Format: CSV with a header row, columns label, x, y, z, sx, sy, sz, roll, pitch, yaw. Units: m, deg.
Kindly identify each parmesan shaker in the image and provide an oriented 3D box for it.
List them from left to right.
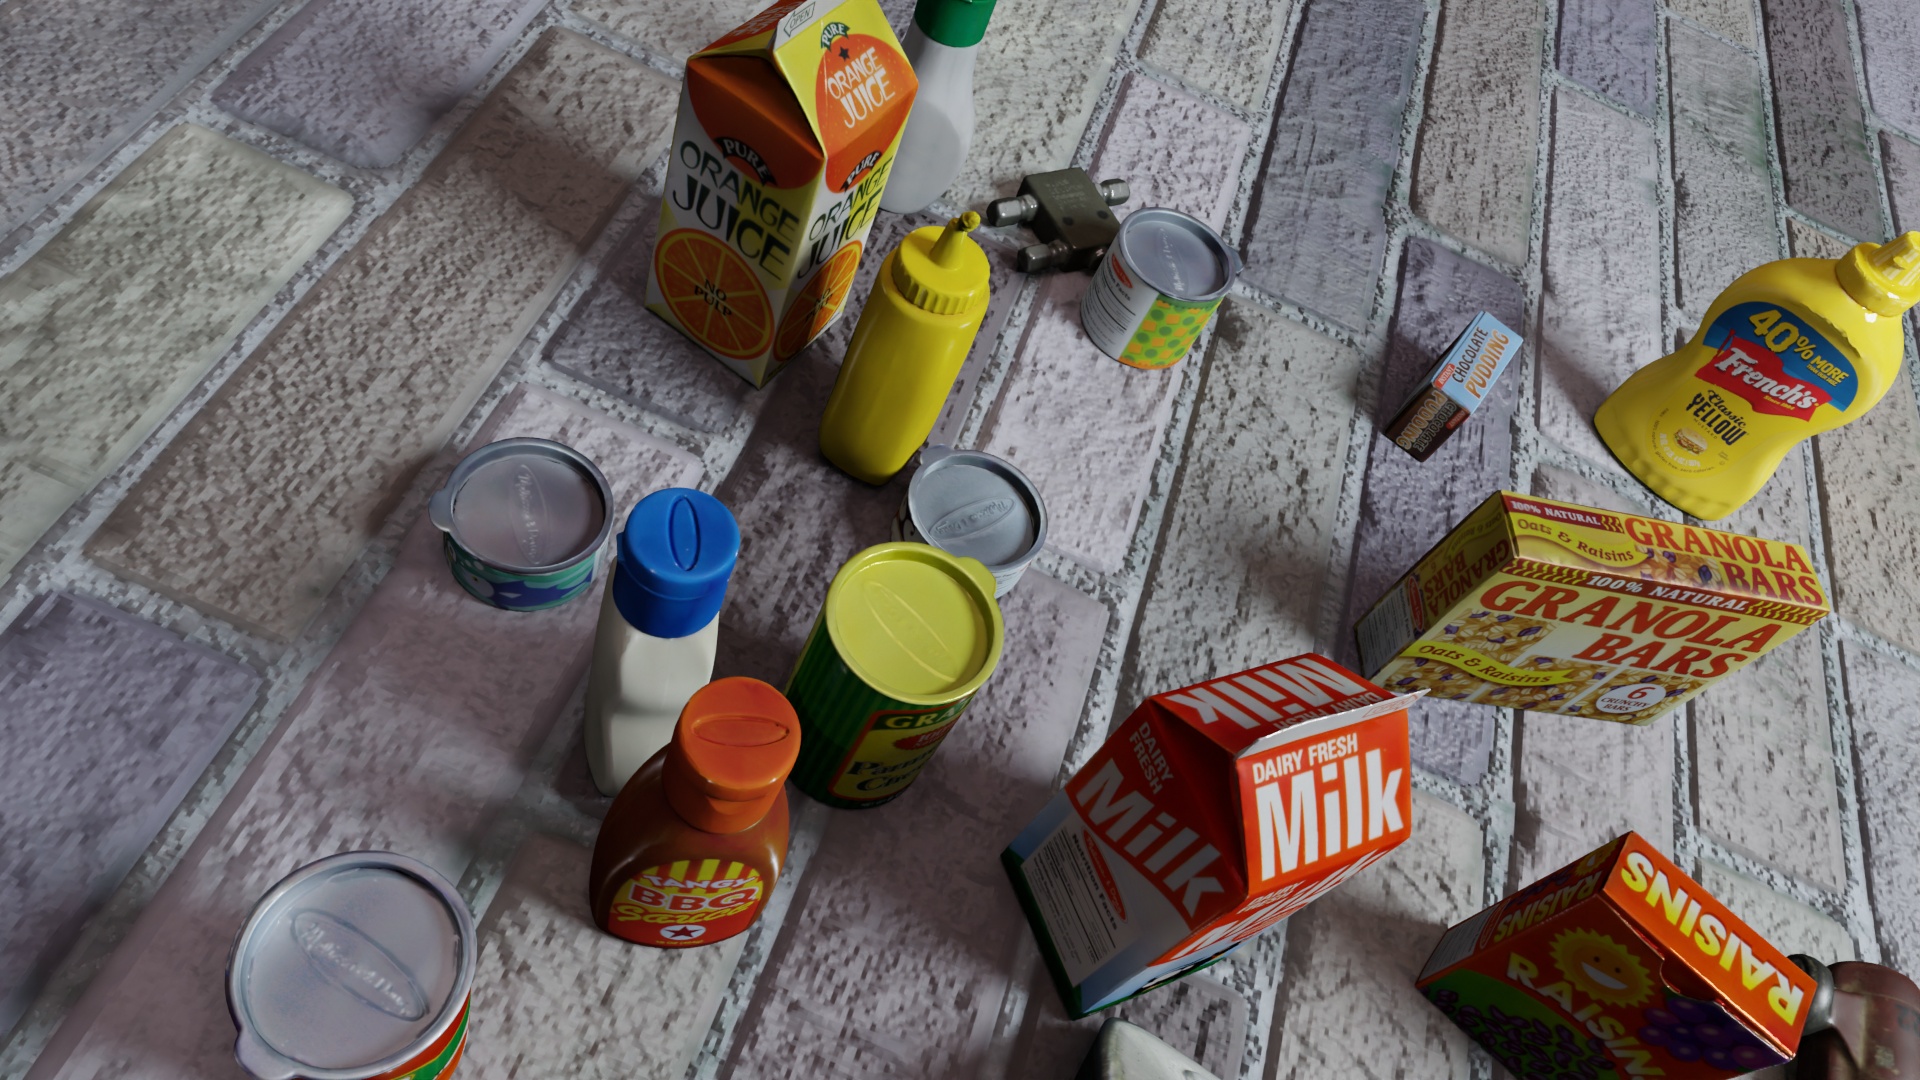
label,x,y,z,sx,sy,sz,roll,pitch,yaw
parmesan shaker,-0.029,0.054,0.537,0.071,0.102,0.071,10,55,-14

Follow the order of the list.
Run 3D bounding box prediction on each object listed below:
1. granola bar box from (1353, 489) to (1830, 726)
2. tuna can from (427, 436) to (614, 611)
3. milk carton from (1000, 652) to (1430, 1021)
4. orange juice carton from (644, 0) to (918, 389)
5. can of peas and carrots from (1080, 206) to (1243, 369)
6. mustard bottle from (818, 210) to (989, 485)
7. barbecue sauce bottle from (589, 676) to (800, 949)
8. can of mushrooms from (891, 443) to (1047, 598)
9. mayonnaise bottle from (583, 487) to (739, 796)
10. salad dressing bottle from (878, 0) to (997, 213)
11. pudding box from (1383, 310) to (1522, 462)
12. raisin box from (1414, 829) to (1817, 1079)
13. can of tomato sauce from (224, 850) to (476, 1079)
label,x,y,z,sx,sy,sz,roll,pitch,yaw
granola bar box,0.291,0.036,0.655,0.166,0.123,0.039,9,55,-15
tuna can,-0.179,-0.006,0.566,0.071,0.032,0.071,10,55,-14
milk carton,0.088,0.102,0.494,0.072,0.189,0.073,-12,63,-27
orange juice carton,-0.078,-0.163,0.609,0.073,0.191,0.072,36,53,5
can of peas and carrots,0.107,-0.134,0.742,0.071,0.058,0.071,10,55,-14
mustard bottle,-0.020,-0.089,0.601,0.049,0.159,0.066,28,53,-1
barbecue sauce bottle,-0.085,0.093,0.461,0.065,0.147,0.044,5,56,-17
can of mushrooms,0.002,-0.008,0.634,0.071,0.033,0.071,10,55,-14
mayonnaise bottle,-0.108,0.037,0.491,0.041,0.147,0.065,1,57,-20
salad dressing bottle,-0.016,-0.234,0.708,0.064,0.147,0.044,15,54,-10
pudding box,0.277,-0.087,0.780,0.030,0.049,0.084,39,53,8
raisin box,0.252,0.175,0.547,0.086,0.122,0.040,42,54,10
can of tomato sauce,-0.187,0.144,0.430,0.071,0.082,0.071,10,55,-14
